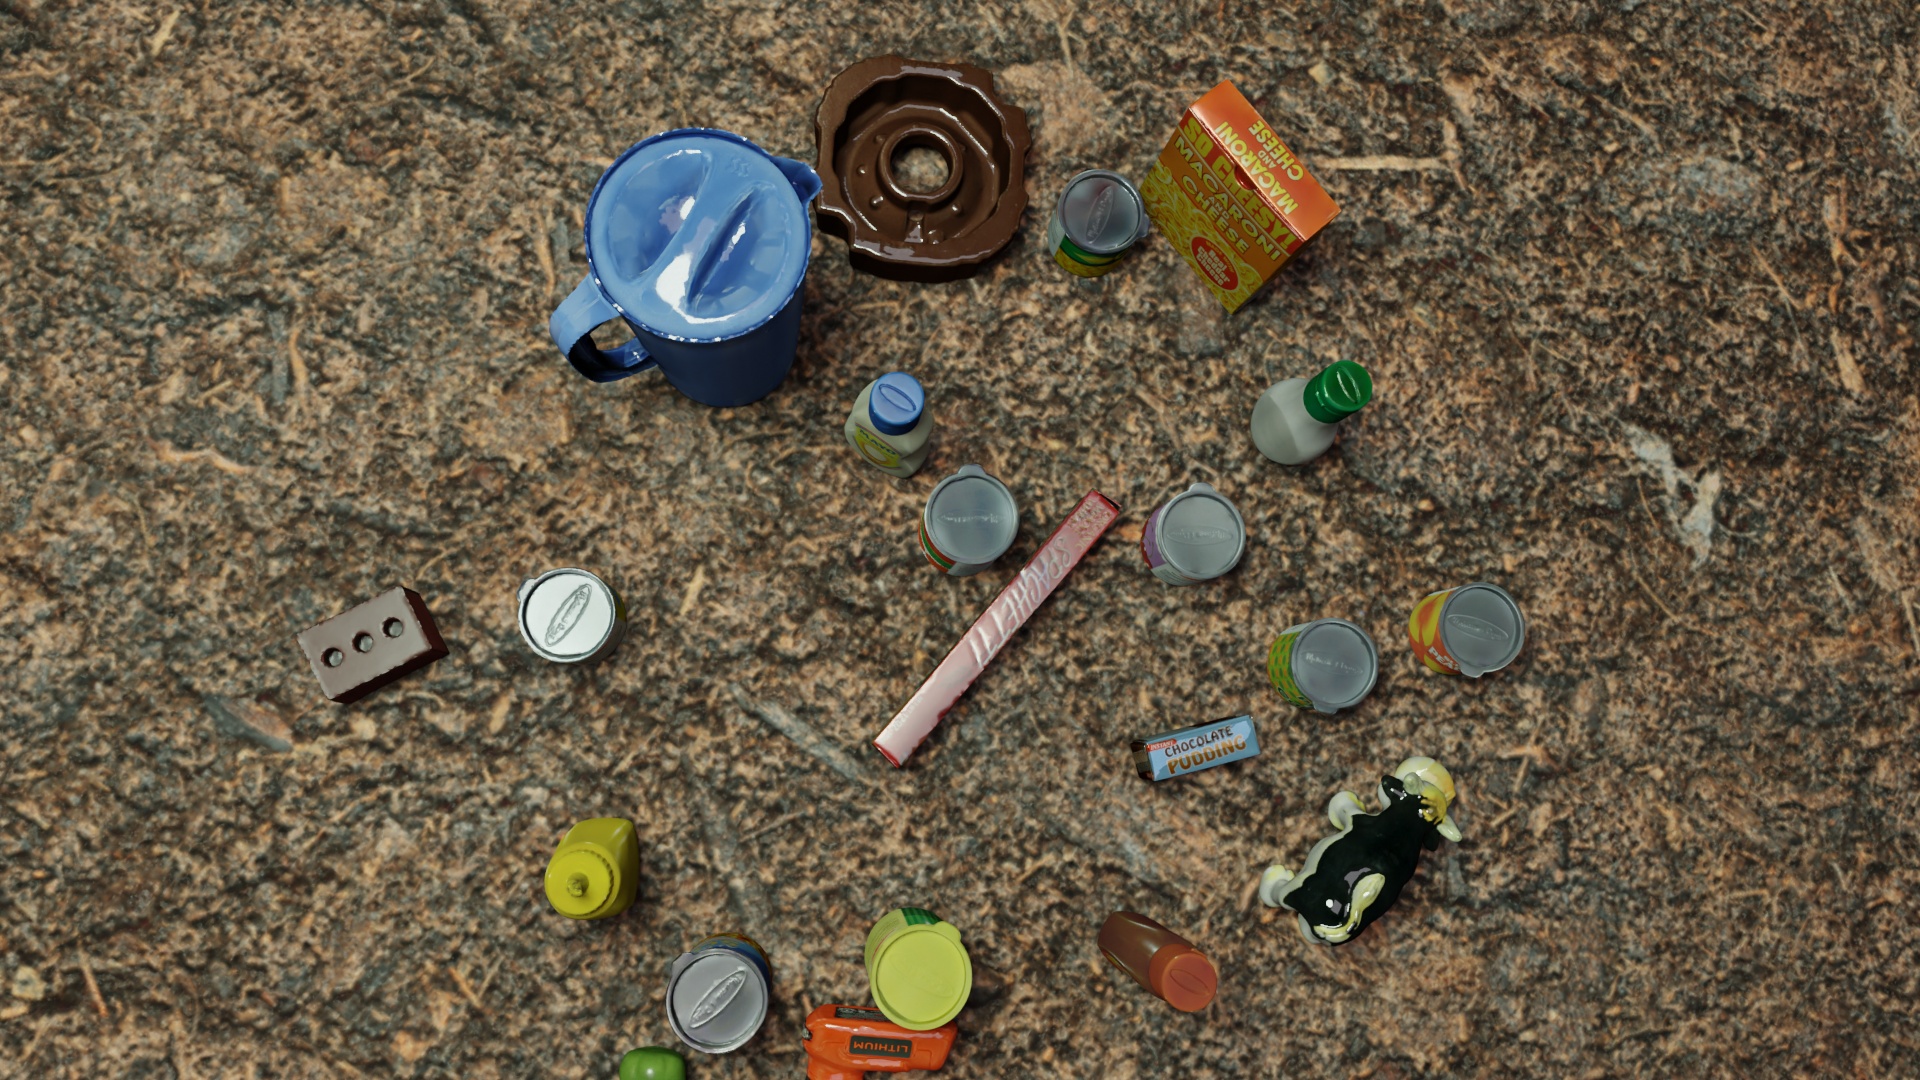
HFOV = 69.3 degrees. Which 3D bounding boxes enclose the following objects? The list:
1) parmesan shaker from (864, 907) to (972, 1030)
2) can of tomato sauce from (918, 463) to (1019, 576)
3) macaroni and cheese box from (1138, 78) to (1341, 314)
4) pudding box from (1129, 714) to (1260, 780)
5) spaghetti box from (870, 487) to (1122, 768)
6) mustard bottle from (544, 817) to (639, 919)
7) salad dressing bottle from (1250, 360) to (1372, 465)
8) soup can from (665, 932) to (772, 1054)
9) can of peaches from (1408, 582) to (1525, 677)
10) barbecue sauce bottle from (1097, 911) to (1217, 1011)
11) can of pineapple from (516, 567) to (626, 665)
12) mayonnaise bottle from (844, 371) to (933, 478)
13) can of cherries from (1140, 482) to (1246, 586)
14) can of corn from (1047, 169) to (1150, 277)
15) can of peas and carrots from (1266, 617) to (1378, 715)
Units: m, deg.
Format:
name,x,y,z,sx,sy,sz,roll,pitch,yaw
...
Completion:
name,x,y,z,sx,sy,sz,roll,pitch,yaw
parmesan shaker,-0.029,0.287,0.948,0.071,0.103,0.071,1,82,-6
can of tomato sauce,0.004,-0.013,1.007,0.071,0.083,0.071,1,82,-6
macaroni and cheese box,0.197,-0.246,1.019,0.040,0.166,0.124,-39,87,-9
pudding box,0.172,0.151,1.016,0.084,0.049,0.030,-13,83,-8
spaghetti box,0.026,0.062,1.014,0.029,0.050,0.250,41,80,1
mustard bottle,-0.242,0.217,0.908,0.049,0.160,0.065,-2,82,-6
salad dressing bottle,0.255,-0.094,1.012,0.044,0.147,0.064,-25,85,-8
soup can,-0.164,0.302,0.942,0.071,0.083,0.071,1,82,-6
can of peaches,0.379,0.069,1.046,0.071,0.058,0.071,1,82,-6
barbecue sauce bottle,0.137,0.286,0.942,0.065,0.148,0.044,30,80,-1
can of pineapple,-0.274,0.053,0.981,0.071,0.057,0.071,1,82,-6
mayonnaise bottle,-0.049,-0.083,0.979,0.065,0.148,0.041,34,80,0
can of cherries,0.173,-0.004,1.035,0.071,0.058,0.071,1,82,-6
can of corn,0.105,-0.241,1.064,0.071,0.058,0.071,1,82,-6
can of peas and carrots,0.267,0.095,1.030,0.071,0.058,0.071,1,82,-6
